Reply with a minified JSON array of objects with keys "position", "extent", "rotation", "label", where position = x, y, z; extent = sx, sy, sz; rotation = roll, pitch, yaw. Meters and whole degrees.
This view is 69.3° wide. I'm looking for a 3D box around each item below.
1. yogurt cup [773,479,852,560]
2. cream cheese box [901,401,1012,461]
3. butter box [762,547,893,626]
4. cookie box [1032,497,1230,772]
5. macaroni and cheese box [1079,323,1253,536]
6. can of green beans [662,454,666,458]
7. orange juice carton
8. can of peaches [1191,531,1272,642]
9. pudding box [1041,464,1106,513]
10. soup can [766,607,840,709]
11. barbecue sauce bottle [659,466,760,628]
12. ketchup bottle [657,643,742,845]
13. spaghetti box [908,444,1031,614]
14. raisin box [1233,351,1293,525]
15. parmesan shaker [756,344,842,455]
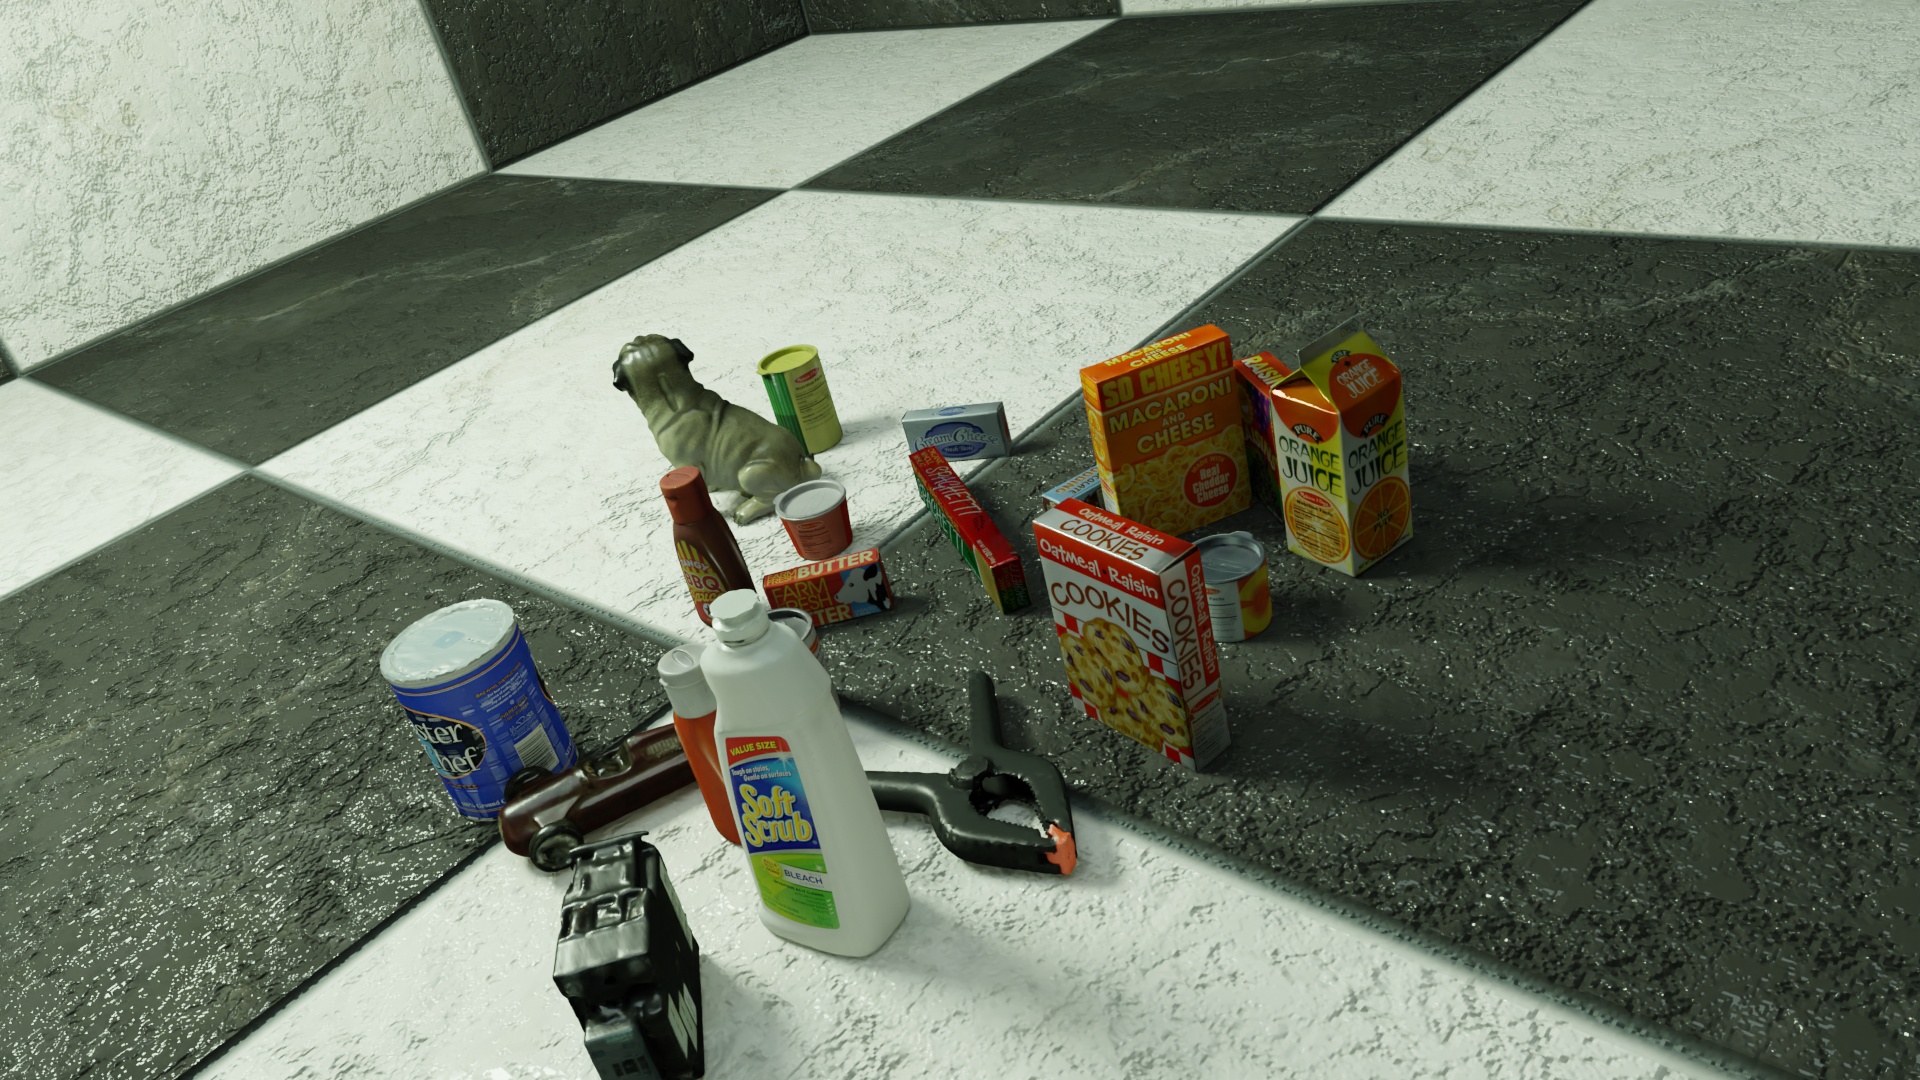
[{"position":[-0.134,-0.018,1.305],"extent":[0.072,0.053,0.073],"rotation":[-11,30,7],"label":"yogurt cup"},{"position":[-0.003,-0.108,1.399],"extent":[0.104,0.053,0.024],"rotation":[-4,32,18],"label":"cream cheese box"},{"position":[-0.114,0.044,1.195],"extent":[0.103,0.053,0.024],"rotation":[-13,30,2],"label":"butter box"},{"position":[0.118,0.063,0.952],"extent":[0.040,0.166,0.123],"rotation":[-32,34,-27],"label":"cookie box"},{"position":[0.175,-0.085,1.174],"extent":[0.124,0.165,0.040],"rotation":[-21,31,-10],"label":"macaroni and cheese box"},{"position":[-0.313,-0.131,1.566],"extent":[0.071,0.057,0.071],"rotation":[-11,30,7],"label":"can of green beans"},{"position":[0.295,-0.076,1.080],"extent":[0.072,0.191,0.073],"rotation":[-30,33,-24],"label":"orange juice carton"},{"position":[0.205,0.035,1.067],"extent":[0.071,0.057,0.071],"rotation":[-11,30,7],"label":"can of peaches"},{"position":[0.115,-0.033,1.228],"extent":[0.084,0.049,0.030],"rotation":[-29,33,-24],"label":"pudding box"},{"position":[-0.138,0.104,1.075],"extent":[0.071,0.083,0.072],"rotation":[-11,30,7],"label":"soup can"},{"position":[-0.221,0.007,1.208],"extent":[0.065,0.147,0.044],"rotation":[9,38,35],"label":"barbecue sauce bottle"},{"position":[-0.170,0.141,0.964],"extent":[0.044,0.148,0.065],"rotation":[-31,34,-26],"label":"ketchup bottle"},{"position":[0.004,-0.016,1.246],"extent":[0.029,0.050,0.251],"rotation":[-20,31,-9],"label":"spaghetti box"},{"position":[0.269,-0.088,1.180],"extent":[0.040,0.122,0.086],"rotation":[-17,30,-4],"label":"raisin box"},{"position":[-0.174,-0.149,1.492],"extent":[0.071,0.102,0.071],"rotation":[-11,30,7],"label":"parmesan shaker"}]
